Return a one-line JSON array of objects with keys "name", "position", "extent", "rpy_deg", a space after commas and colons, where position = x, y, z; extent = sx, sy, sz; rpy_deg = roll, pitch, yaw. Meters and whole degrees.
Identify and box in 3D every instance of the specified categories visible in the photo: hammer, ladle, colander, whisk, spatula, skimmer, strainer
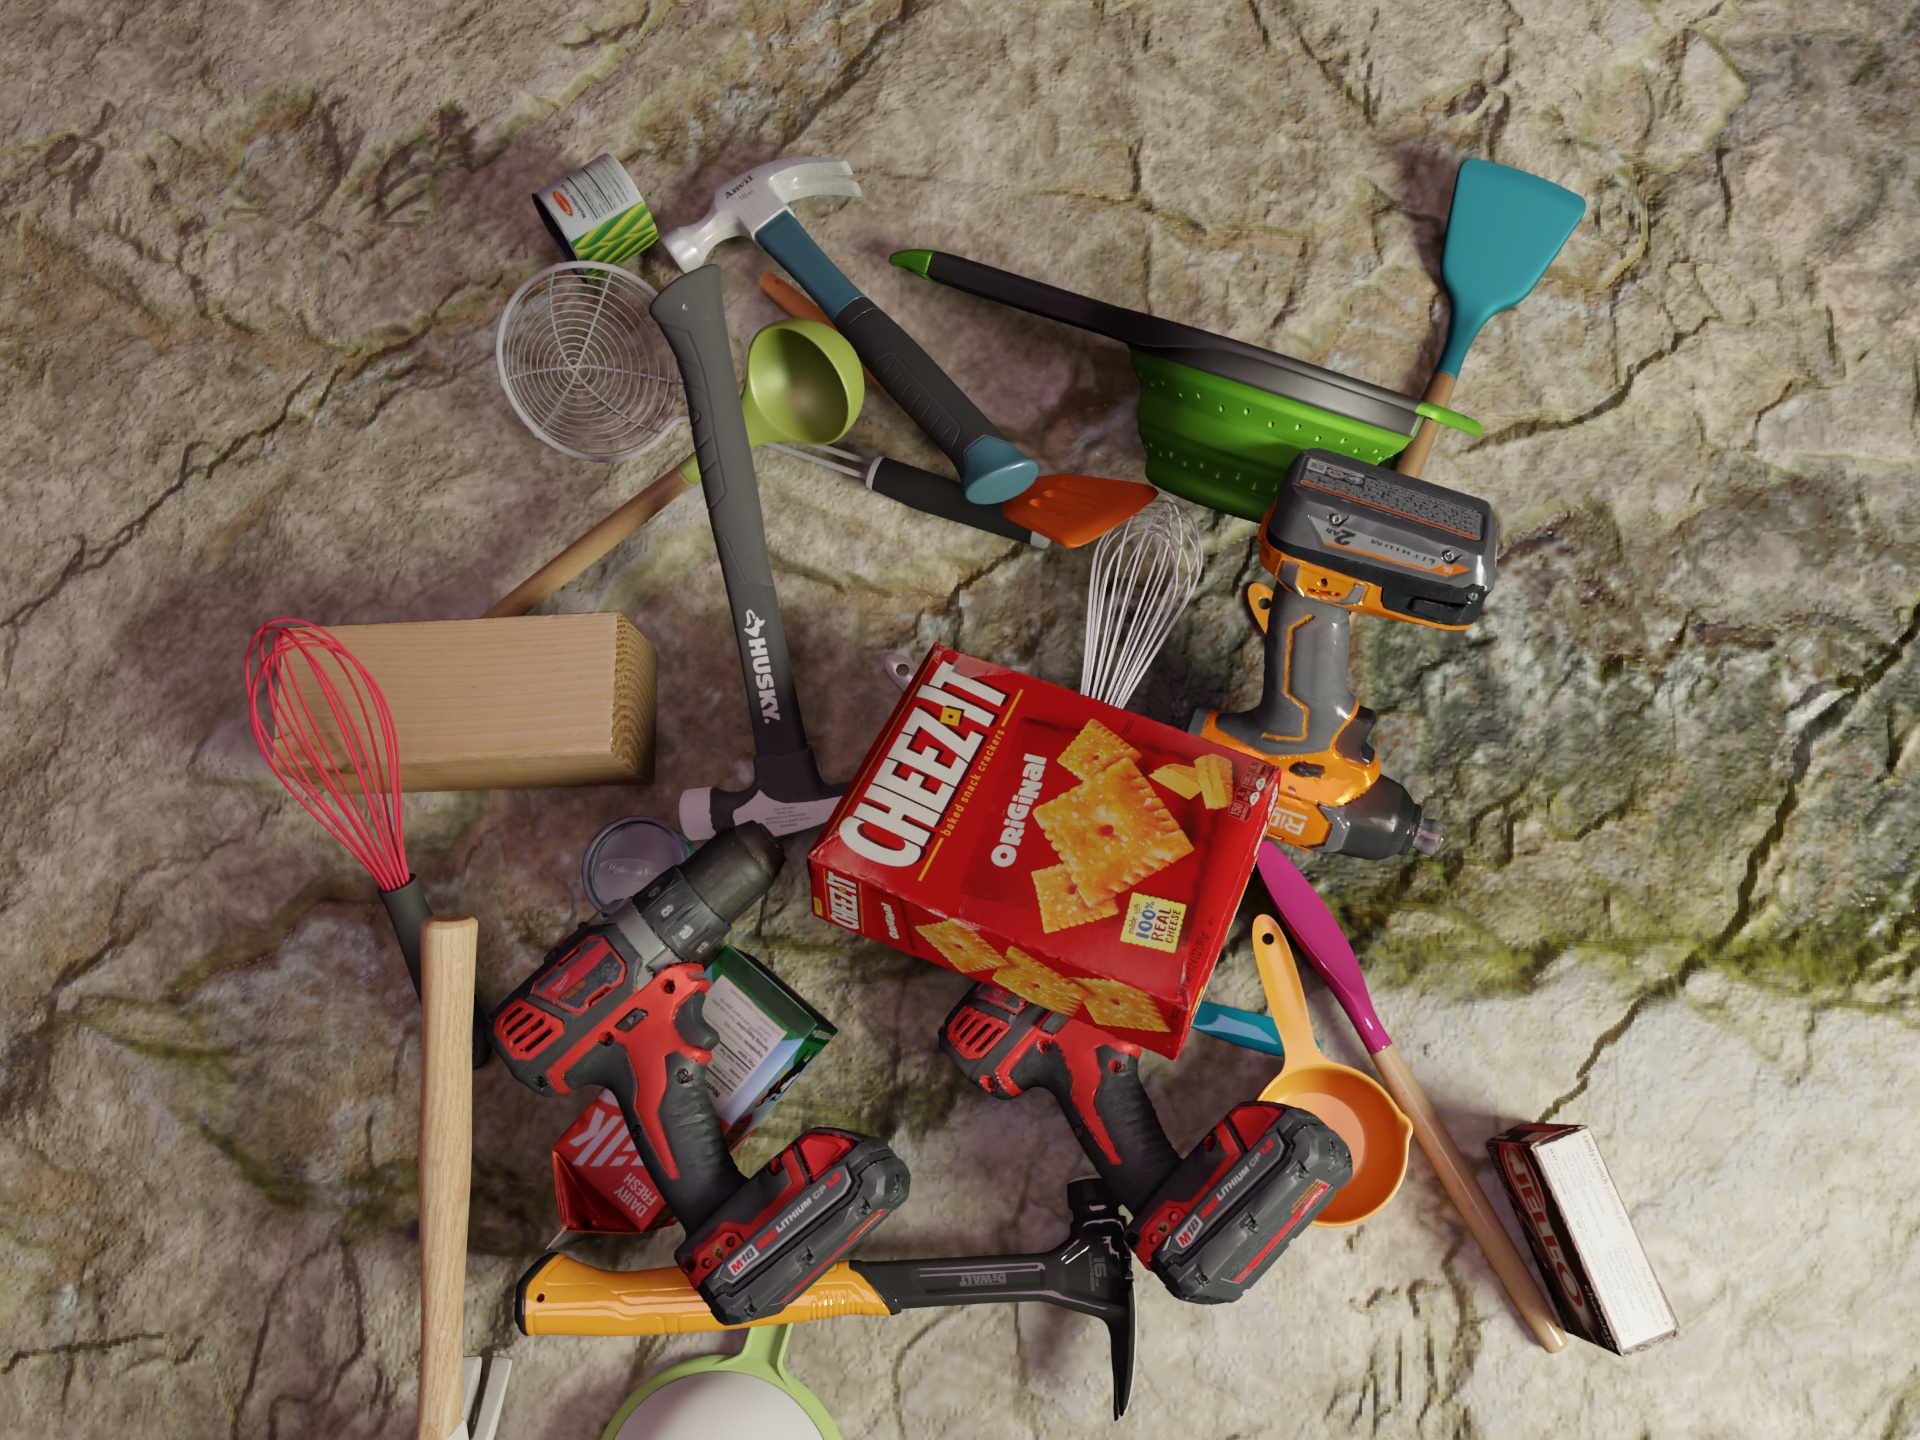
[{"name": "hammer", "position": [-0.121, -0.095, 0.933], "extent": [0.146, 0.035, 0.334], "rpy_deg": [-7, 104, 8]}, {"name": "ladle", "position": [-0.192, -0.134, 0.975], "extent": [0.320, 0.062, 0.078], "rpy_deg": [-34, 99, 14]}, {"name": "hammer", "position": [-0.071, 0.319, 0.868], "extent": [0.337, 0.034, 0.127], "rpy_deg": [-1, 61, -4]}, {"name": "colander", "position": [0.109, -0.200, 0.976], "extent": [0.397, 0.204, 0.094], "rpy_deg": [25, 106, 27]}, {"name": "hammer", "position": [-0.278, 0.270, 0.859], "extent": [0.031, 0.130, 0.331], "rpy_deg": [2, 92, 4]}, {"name": "whisk", "position": [-0.332, 0.077, 0.914], "extent": [0.073, 0.073, 0.295], "rpy_deg": [-16, 110, 1]}, {"name": "spatula", "position": [0.294, -0.197, 0.994], "extent": [0.082, 0.044, 0.317], "rpy_deg": [23, 80, 7]}, {"name": "skimmer", "position": [-0.114, -0.186, 1.003], "extent": [0.363, 0.090, 0.127], "rpy_deg": [20, 79, 9]}, {"name": "spatula", "position": [-0.019, -0.204, 1.006], "extent": [0.081, 0.041, 0.323], "rpy_deg": [-34, 64, -31]}, {"name": "strainer", "position": [-0.123, 0.381, 0.877], "extent": [0.151, 0.069, 0.256], "rpy_deg": [15, 80, 9]}, {"name": "whisk", "position": [0.084, -0.003, 0.964], "extent": [0.070, 0.070, 0.285], "rpy_deg": [18, 84, 9]}, {"name": "hammer", "position": [-0.062, -0.247, 1.000], "extent": [0.128, 0.033, 0.331], "rpy_deg": [-38, 61, -1]}]

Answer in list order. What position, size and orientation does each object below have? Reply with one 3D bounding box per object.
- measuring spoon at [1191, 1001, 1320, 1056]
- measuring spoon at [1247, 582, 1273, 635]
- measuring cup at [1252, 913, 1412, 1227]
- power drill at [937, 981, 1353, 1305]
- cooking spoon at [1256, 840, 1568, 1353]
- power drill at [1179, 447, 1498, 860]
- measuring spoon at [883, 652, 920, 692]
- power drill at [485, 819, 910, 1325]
[{"name": "measuring spoon", "position": [0.147, 0.173, 0.927], "extent": [0.128, 0.021, 0.042], "rpy_deg": [14, 78, 10]}, {"name": "measuring spoon", "position": [0.210, -0.036, 0.981], "extent": [0.021, 0.011, 0.117], "rpy_deg": [-28, 72, -2]}, {"name": "measuring cup", "position": [0.193, 0.198, 0.904], "extent": [0.095, 0.052, 0.174], "rpy_deg": [-14, 74, 2]}, {"name": "power drill", "position": [0.099, 0.194, 0.870], "extent": [0.143, 0.078, 0.220], "rpy_deg": [-48, 56, 2]}, {"name": "cooking spoon", "position": [0.251, 0.209, 0.901], "extent": [0.017, 0.068, 0.319], "rpy_deg": [-34, 79, 25]}, {"name": "power drill", "position": [0.218, -0.021, 0.886], "extent": [0.164, 0.226, 0.084], "rpy_deg": [20, 36, 8]}, {"name": "measuring spoon", "position": [-0.002, -0.003, 0.986], "extent": [0.124, 0.018, 0.034], "rpy_deg": [39, 83, 13]}, {"name": "power drill", "position": [-0.123, 0.181, 0.850], "extent": [0.188, 0.080, 0.227], "rpy_deg": [-41, 72, -5]}]
